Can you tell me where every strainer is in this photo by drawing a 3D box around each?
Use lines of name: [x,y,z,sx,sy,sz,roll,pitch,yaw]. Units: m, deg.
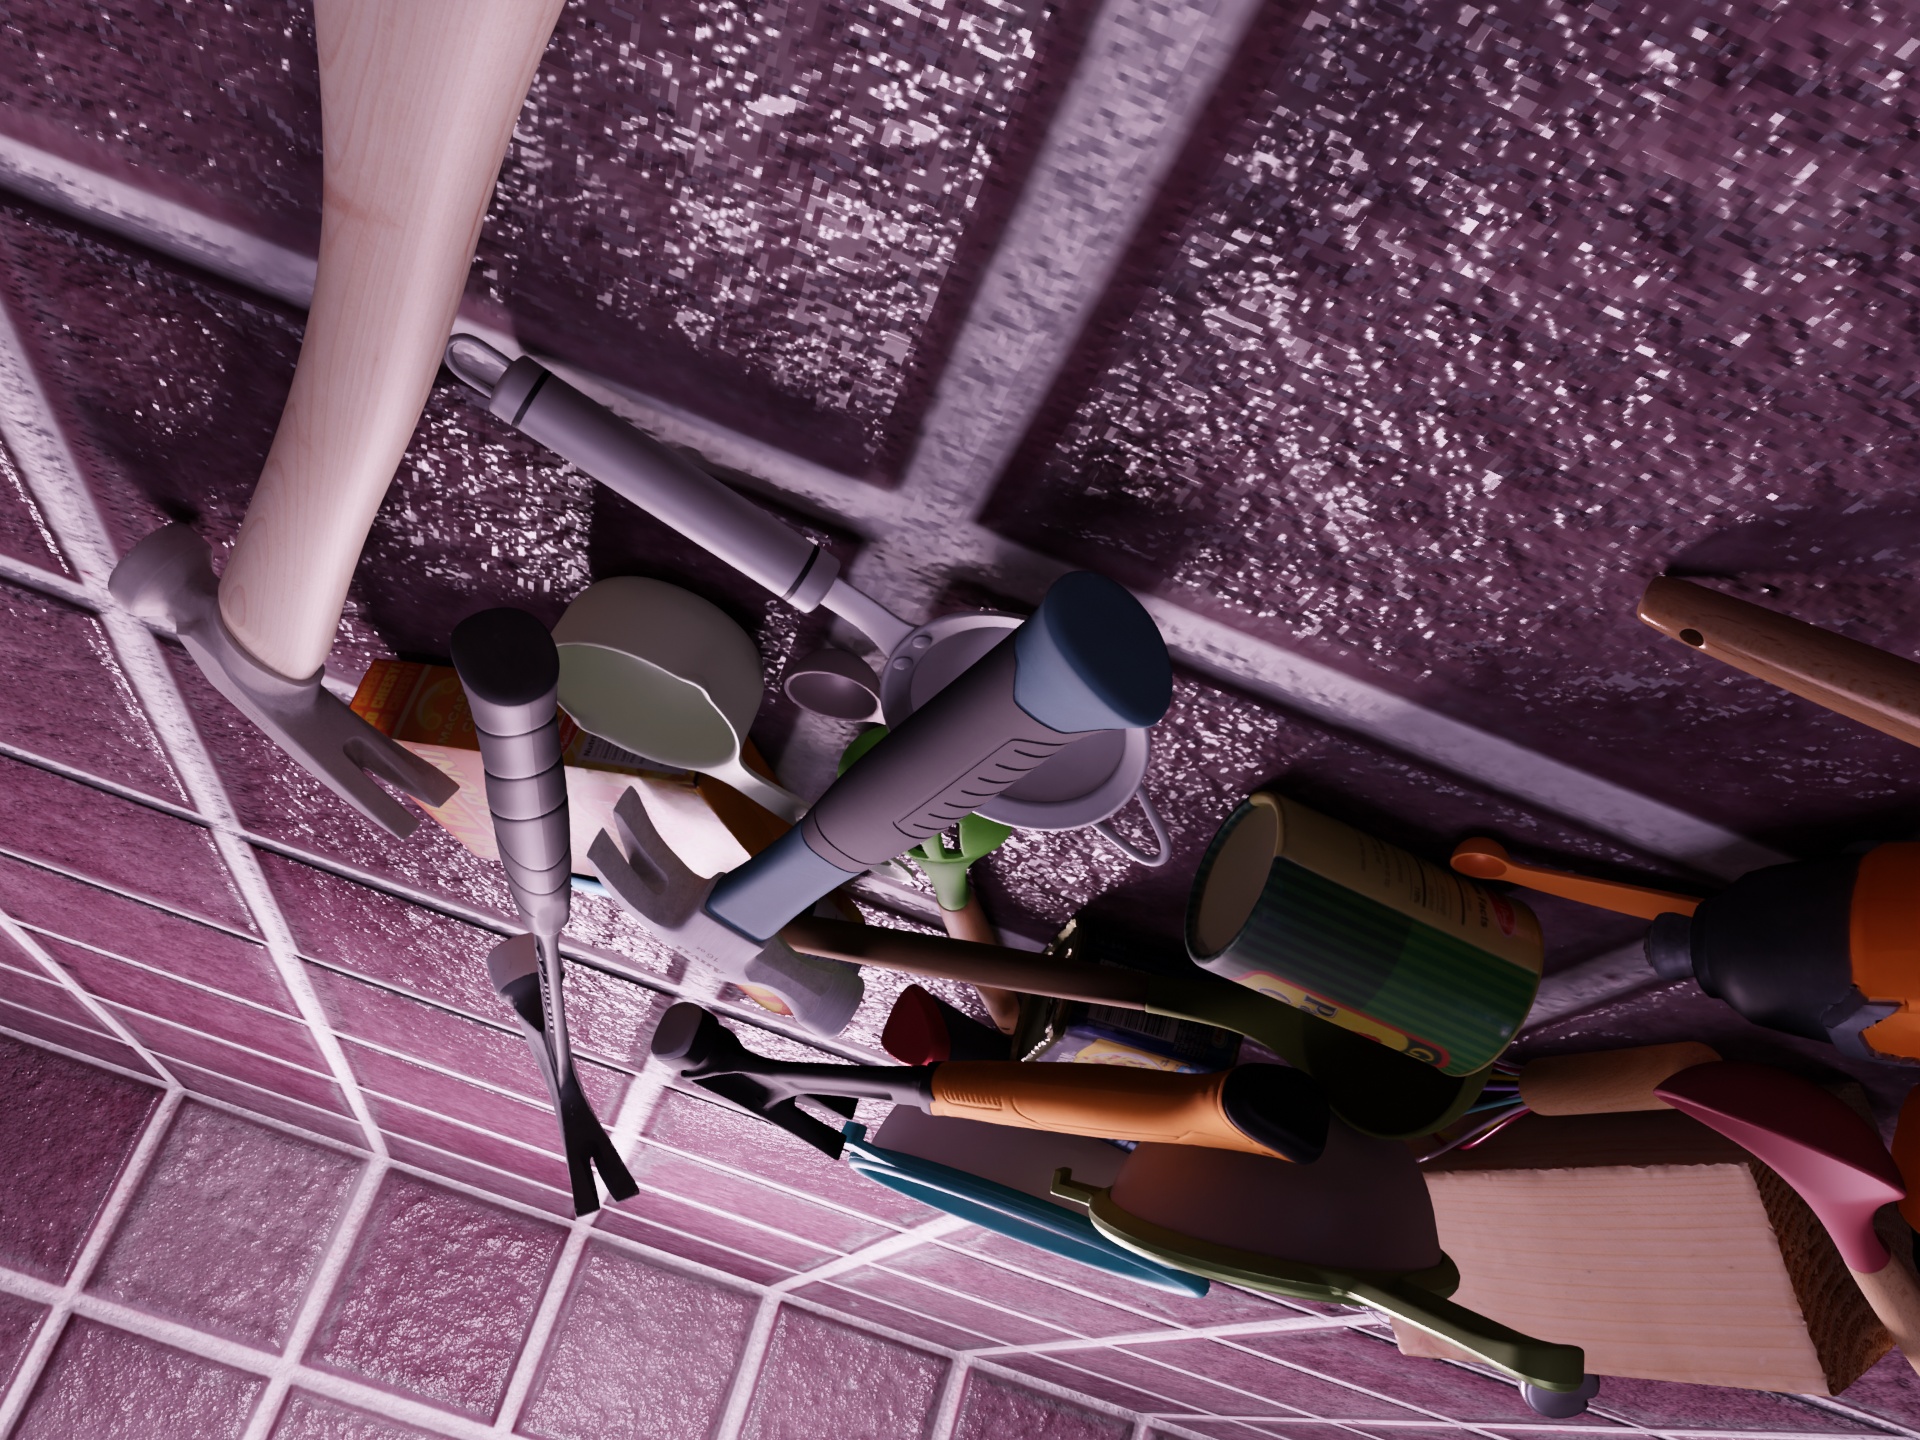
strainer: [0.058,0.268,0.957,0.211,0.095,0.340,16,161,14]
strainer: [-0.036,-0.040,0.473,0.258,0.050,0.087,32,135,-15]
strainer: [0.148,0.183,0.607,0.151,0.069,0.256,10,173,-17]

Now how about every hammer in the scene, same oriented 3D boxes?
hammer: [0.010,0.162,0.680,0.337,0.034,0.127,-9,142,45]
hammer: [-0.033,0.035,0.515,0.128,0.033,0.331,33,149,-12]
hammer: [0.139,0.225,0.817,0.386,0.038,0.143,27,-164,-7]
hammer: [-0.172,-0.075,0.458,0.146,0.038,0.410,44,146,-7]
hammer: [-0.167,0.084,0.637,0.036,0.149,0.408,-17,155,-20]

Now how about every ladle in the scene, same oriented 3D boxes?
ladle: [0.315,0.193,0.539,0.315,0.031,0.069,45,164,-33]
ladle: [0.048,0.105,0.642,0.320,0.078,0.062,8,173,12]

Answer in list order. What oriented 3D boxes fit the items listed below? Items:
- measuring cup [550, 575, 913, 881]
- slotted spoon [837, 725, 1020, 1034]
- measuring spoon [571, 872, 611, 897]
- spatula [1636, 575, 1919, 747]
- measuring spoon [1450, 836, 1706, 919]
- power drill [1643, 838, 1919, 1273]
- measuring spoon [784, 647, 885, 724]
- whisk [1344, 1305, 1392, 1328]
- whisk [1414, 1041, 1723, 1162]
measuring cup: [-0.074,0.005,0.576,0.167,0.038,0.083,37,149,-29]
slotted spoon: [0.003,0.088,0.710,0.070,0.031,0.313,8,154,14]
measuring spoon: [-0.167,0.104,0.849,0.128,0.021,0.042,14,153,6]
spatula: [0.292,0.043,0.325,0.318,0.044,0.082,27,153,23]
measuring spoon: [0.222,0.055,0.530,0.117,0.011,0.021,12,154,3]
power drill: [0.326,0.111,0.495,0.164,0.084,0.226,-5,142,43]
measuring spoon: [-0.001,-0.002,0.557,0.124,0.018,0.034,17,153,-14]
whisk: [0.351,0.336,0.939,0.284,0.070,0.070,-10,143,37]
whisk: [0.222,0.146,0.626,0.051,0.047,0.245,-24,170,-16]
